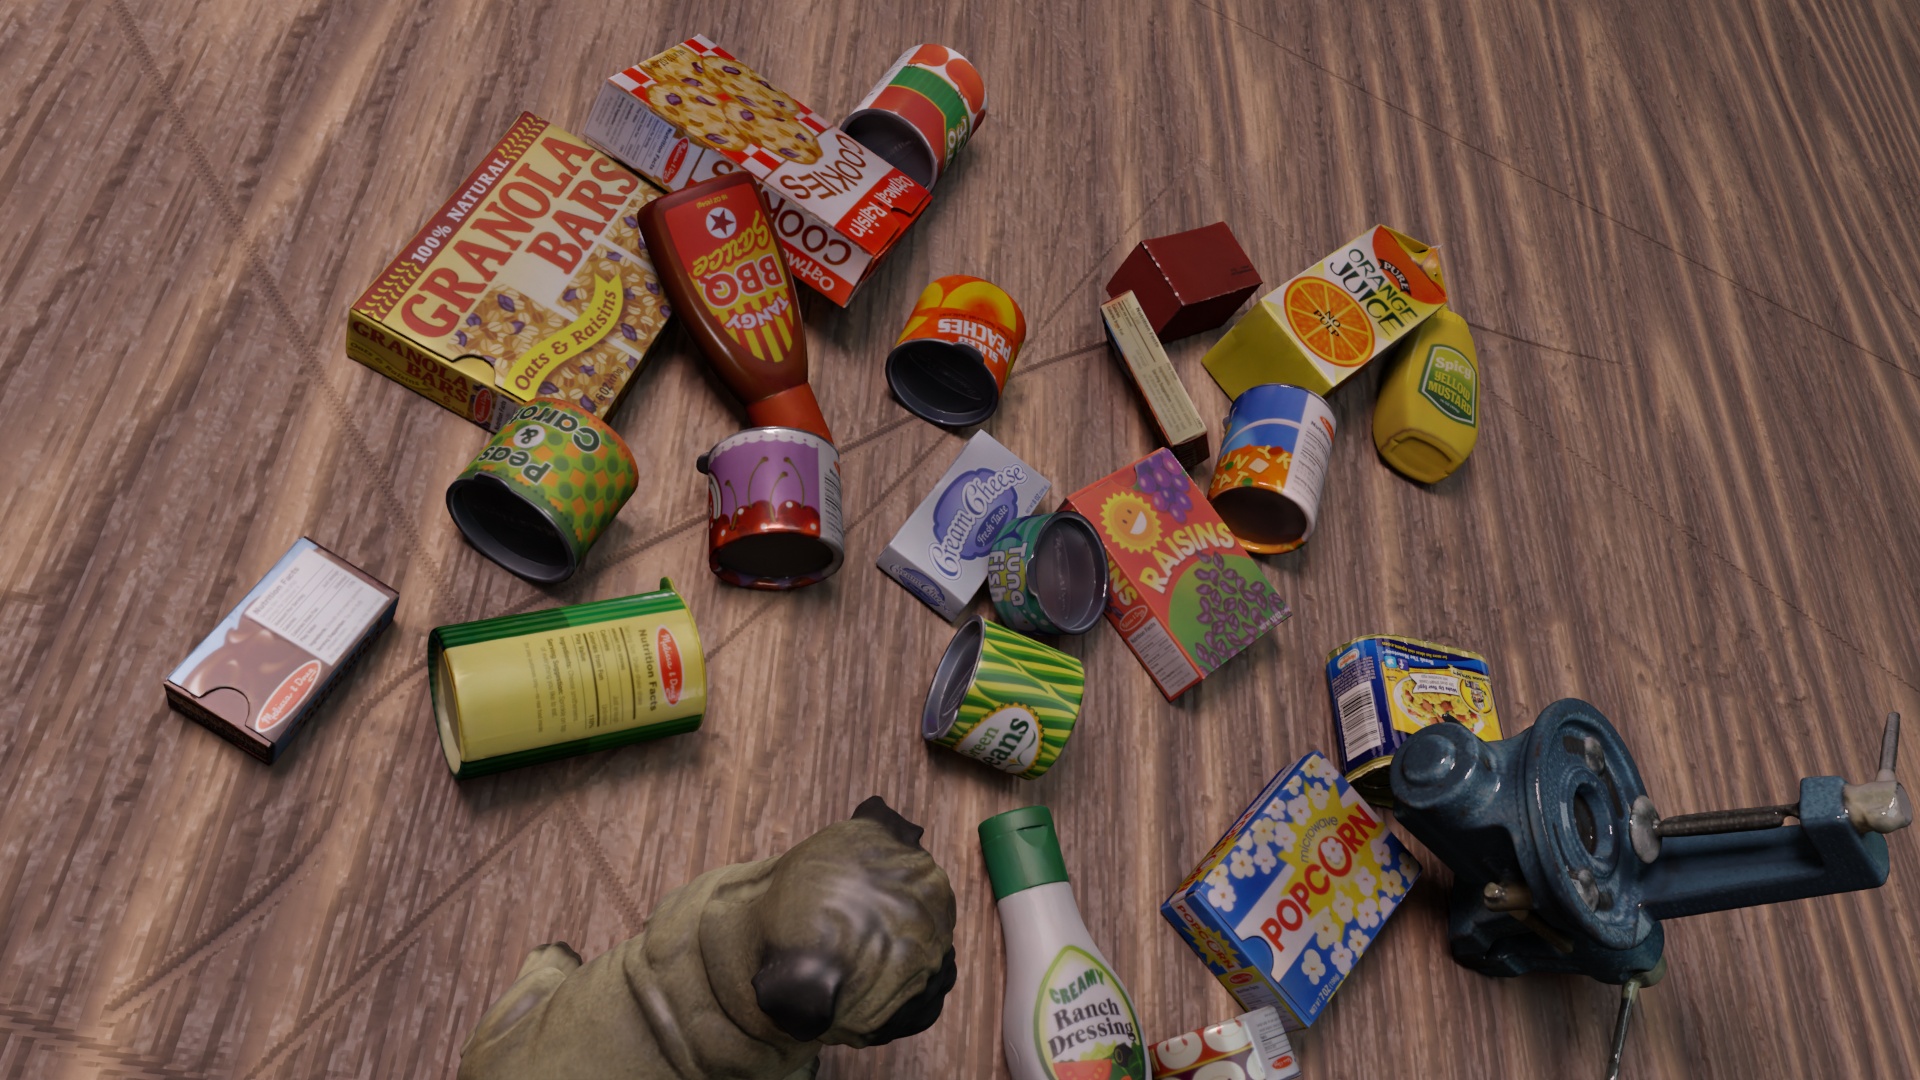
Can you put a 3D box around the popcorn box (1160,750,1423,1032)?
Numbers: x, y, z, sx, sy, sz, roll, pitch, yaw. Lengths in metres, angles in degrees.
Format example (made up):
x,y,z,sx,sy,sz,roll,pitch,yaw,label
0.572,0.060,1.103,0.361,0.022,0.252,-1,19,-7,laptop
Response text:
x,y,z,sx,sy,sz,roll,pitch,yaw,label
0.174,0.180,0.720,0.085,0.038,0.127,50,53,5,popcorn box

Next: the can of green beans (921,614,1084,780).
x,y,z,sx,sy,sz,roll,pitch,yaw,label
0.021,0.078,0.686,0.058,0.071,0.071,25,54,-13,can of green beans

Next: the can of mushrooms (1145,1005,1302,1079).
x,y,z,sx,sy,sz,roll,pitch,yaw,label
0.118,0.241,0.641,0.071,0.070,0.033,-7,66,-30,can of mushrooms

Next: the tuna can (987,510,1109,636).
x,y,z,sx,sy,sz,roll,pitch,yaw,label
0.045,0.018,0.736,0.071,0.033,0.071,9,78,-47,tuna can

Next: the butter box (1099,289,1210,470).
x,y,z,sx,sy,sz,roll,pitch,yaw,label
0.118,-0.096,0.843,0.024,0.053,0.104,-26,73,4,butter box

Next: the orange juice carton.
x,y,z,sx,sy,sz,roll,pitch,yaw,label
0.255,-0.148,0.931,0.193,0.071,0.073,-34,81,-36,orange juice carton

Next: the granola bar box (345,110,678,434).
x,y,z,sx,sy,sz,roll,pitch,yaw,label
-0.209,-0.131,0.708,0.124,0.039,0.166,29,53,-9,granola bar box

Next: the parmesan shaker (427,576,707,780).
x,y,z,sx,sy,sz,roll,pitch,yaw,label
-0.171,0.058,0.600,0.103,0.071,0.071,-9,67,-30,parmesan shaker

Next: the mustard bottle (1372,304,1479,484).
x,y,z,sx,sy,sz,roll,pitch,yaw,label
0.327,-0.114,0.961,0.065,0.048,0.161,29,53,-11,mustard bottle

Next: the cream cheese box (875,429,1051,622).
x,y,z,sx,sy,sz,roll,pitch,yaw,label
0.003,-0.009,0.754,0.053,0.024,0.104,37,52,-1,cream cheese box

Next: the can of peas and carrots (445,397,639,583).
x,y,z,sx,sy,sz,roll,pitch,yaw,label
-0.191,-0.025,0.636,0.071,0.070,0.059,33,52,-6,can of peas and carrots

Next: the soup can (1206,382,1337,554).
x,y,z,sx,sy,sz,roll,pitch,yaw,label
0.185,-0.043,0.841,0.071,0.071,0.084,29,54,-9,soup can

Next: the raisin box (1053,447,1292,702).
x,y,z,sx,sy,sz,roll,pitch,yaw,label
0.117,0.017,0.786,0.086,0.040,0.123,-28,77,-35,raisin box

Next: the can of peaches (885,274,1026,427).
x,y,z,sx,sy,sz,roll,pitch,yaw,label
0.000,-0.108,0.780,0.071,0.071,0.058,29,52,-9,can of peaches

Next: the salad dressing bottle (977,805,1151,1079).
x,y,z,sx,sy,sz,roll,pitch,yaw,label
0.043,0.198,0.640,0.064,0.043,0.148,-5,64,-26,salad dressing bottle

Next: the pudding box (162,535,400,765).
x,y,z,sx,sy,sz,roll,pitch,yaw,label
-0.280,0.044,0.576,0.049,0.030,0.084,33,53,-7,pudding box

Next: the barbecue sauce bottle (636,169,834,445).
x,y,z,sx,sy,sz,roll,pitch,yaw,label
-0.109,-0.110,0.713,0.065,0.043,0.148,-27,101,-26,barbecue sauce bottle

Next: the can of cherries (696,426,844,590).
x,y,z,sx,sy,sz,roll,pitch,yaw,label
-0.094,-0.014,0.684,0.071,0.071,0.058,7,61,-23,can of cherries

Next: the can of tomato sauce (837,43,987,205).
x,y,z,sx,sy,sz,roll,pitch,yaw,label
-0.027,-0.255,0.856,0.071,0.071,0.083,34,52,-6,can of tomato sauce

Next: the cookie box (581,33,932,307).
x,y,z,sx,sy,sz,roll,pitch,yaw,label
-0.107,-0.211,0.781,0.167,0.040,0.123,33,32,-5,cookie box
